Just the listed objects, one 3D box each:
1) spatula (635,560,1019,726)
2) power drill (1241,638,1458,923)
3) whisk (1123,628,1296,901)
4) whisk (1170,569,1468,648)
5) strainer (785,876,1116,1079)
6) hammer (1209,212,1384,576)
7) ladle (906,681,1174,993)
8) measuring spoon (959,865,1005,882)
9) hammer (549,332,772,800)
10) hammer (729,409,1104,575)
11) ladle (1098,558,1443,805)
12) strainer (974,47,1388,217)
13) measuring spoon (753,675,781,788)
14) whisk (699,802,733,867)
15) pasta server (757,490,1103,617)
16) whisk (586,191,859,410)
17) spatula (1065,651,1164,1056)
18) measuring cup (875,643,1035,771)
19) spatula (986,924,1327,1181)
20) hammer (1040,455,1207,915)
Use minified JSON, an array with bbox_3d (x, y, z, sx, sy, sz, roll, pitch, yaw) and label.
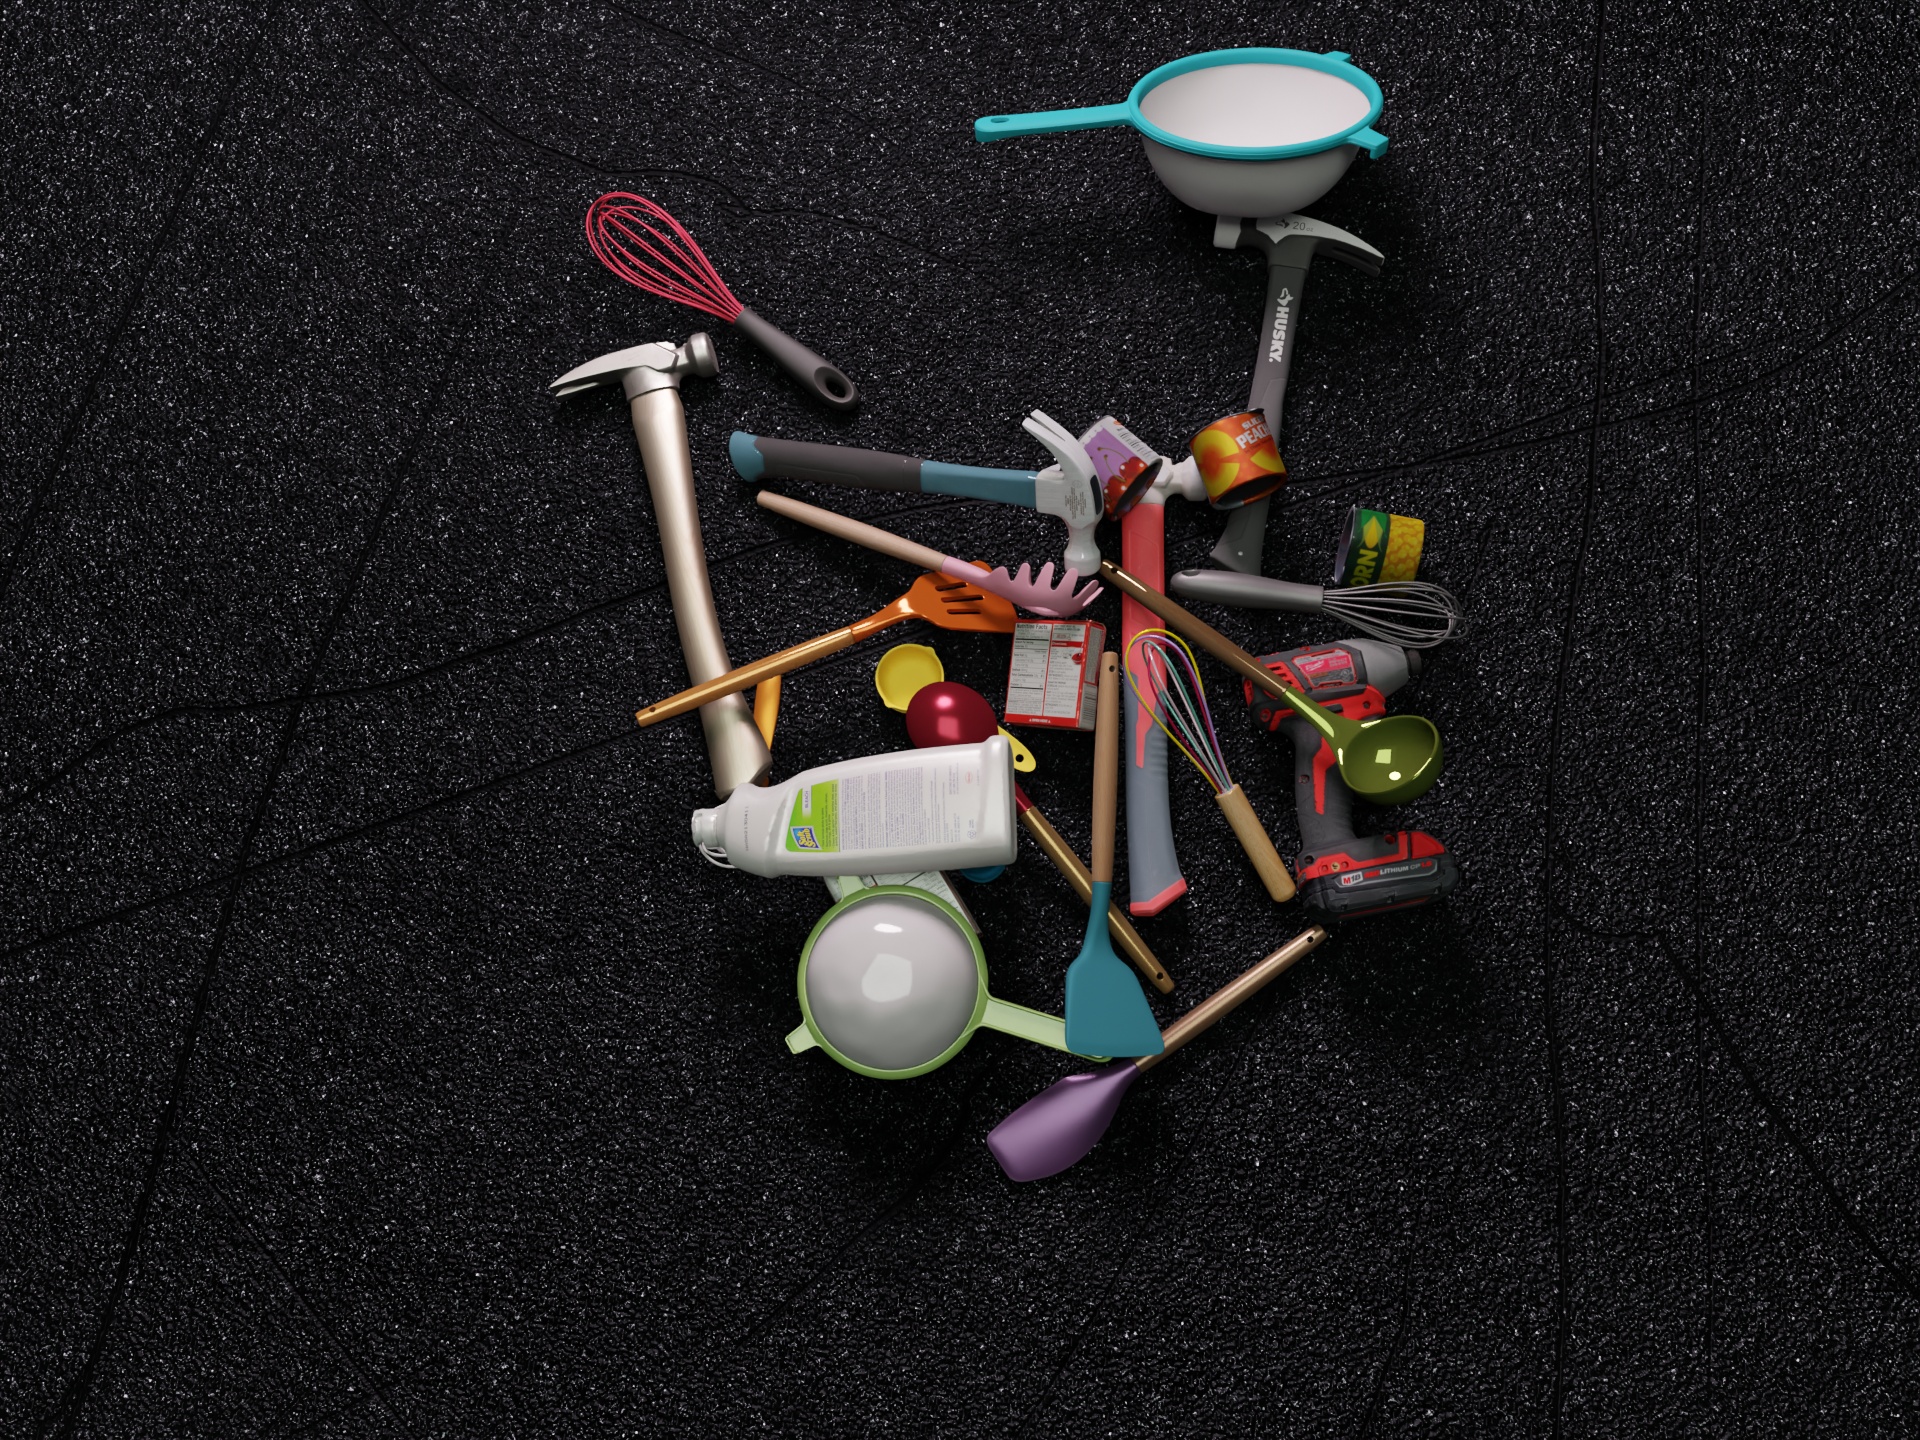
[{"bbox_3d":[-0.110,-0.056,1.305,0.322,0.041,0.081,-22,60,-7],"label":"spatula"},{"bbox_3d":[0.316,0.041,1.269,0.143,0.078,0.220,-11,74,1],"label":"power drill"},{"bbox_3d":[0.204,0.035,1.264,0.047,0.051,0.245,-33,96,-26],"label":"whisk"},{"bbox_3d":[0.288,-0.094,1.279,0.239,0.055,0.055,8,79,6],"label":"whisk"},{"bbox_3d":[-0.004,0.216,1.215,0.256,0.069,0.151,16,83,6],"label":"strainer"},{"bbox_3d":[0.268,-0.275,1.358,0.146,0.035,0.335,10,79,6],"label":"hammer"},{"bbox_3d":[0.068,0.094,1.279,0.069,0.031,0.315,-38,86,-12],"label":"ladle"},{"bbox_3d":[-0.016,0.082,1.293,0.128,0.021,0.042,42,86,-4],"label":"measuring spoon"},{"bbox_3d":[-0.241,-0.129,1.350,0.146,0.038,0.411,-15,76,2],"label":"hammer"},{"bbox_3d":[-0.042,-0.202,1.319,0.331,0.033,0.128,10,123,20],"label":"hammer"},{"bbox_3d":[0.233,-0.041,1.240,0.320,0.062,0.078,38,77,21],"label":"ladle"},{"bbox_3d":[0.185,-0.486,1.364,0.340,0.095,0.211,-4,44,4],"label":"strainer"},{"bbox_3d":[-0.166,0.003,1.335,0.021,0.011,0.117,5,79,4],"label":"measuring spoon"},{"bbox_3d":[-0.095,0.069,1.304,0.246,0.058,0.059,-15,112,-3],"label":"whisk"},{"bbox_3d":[-0.033,-0.145,1.323,0.316,0.060,0.040,22,87,20],"label":"pasta server"},{"bbox_3d":[-0.208,-0.364,1.397,0.296,0.073,0.073,37,82,3],"label":"whisk"},{"bbox_3d":[0.118,0.101,1.249,0.082,0.044,0.317,5,81,-17],"label":"spatula"},{"bbox_3d":[-0.002,-0.004,1.321,0.156,0.029,0.062,36,82,7],"label":"measuring cup"},{"bbox_3d":[0.161,0.259,1.258,0.316,0.018,0.060,-36,81,-3],"label":"spatula"},{"bbox_3d":[0.137,-0.033,1.312,0.143,0.038,0.386,0,78,5],"label":"hammer"}]
